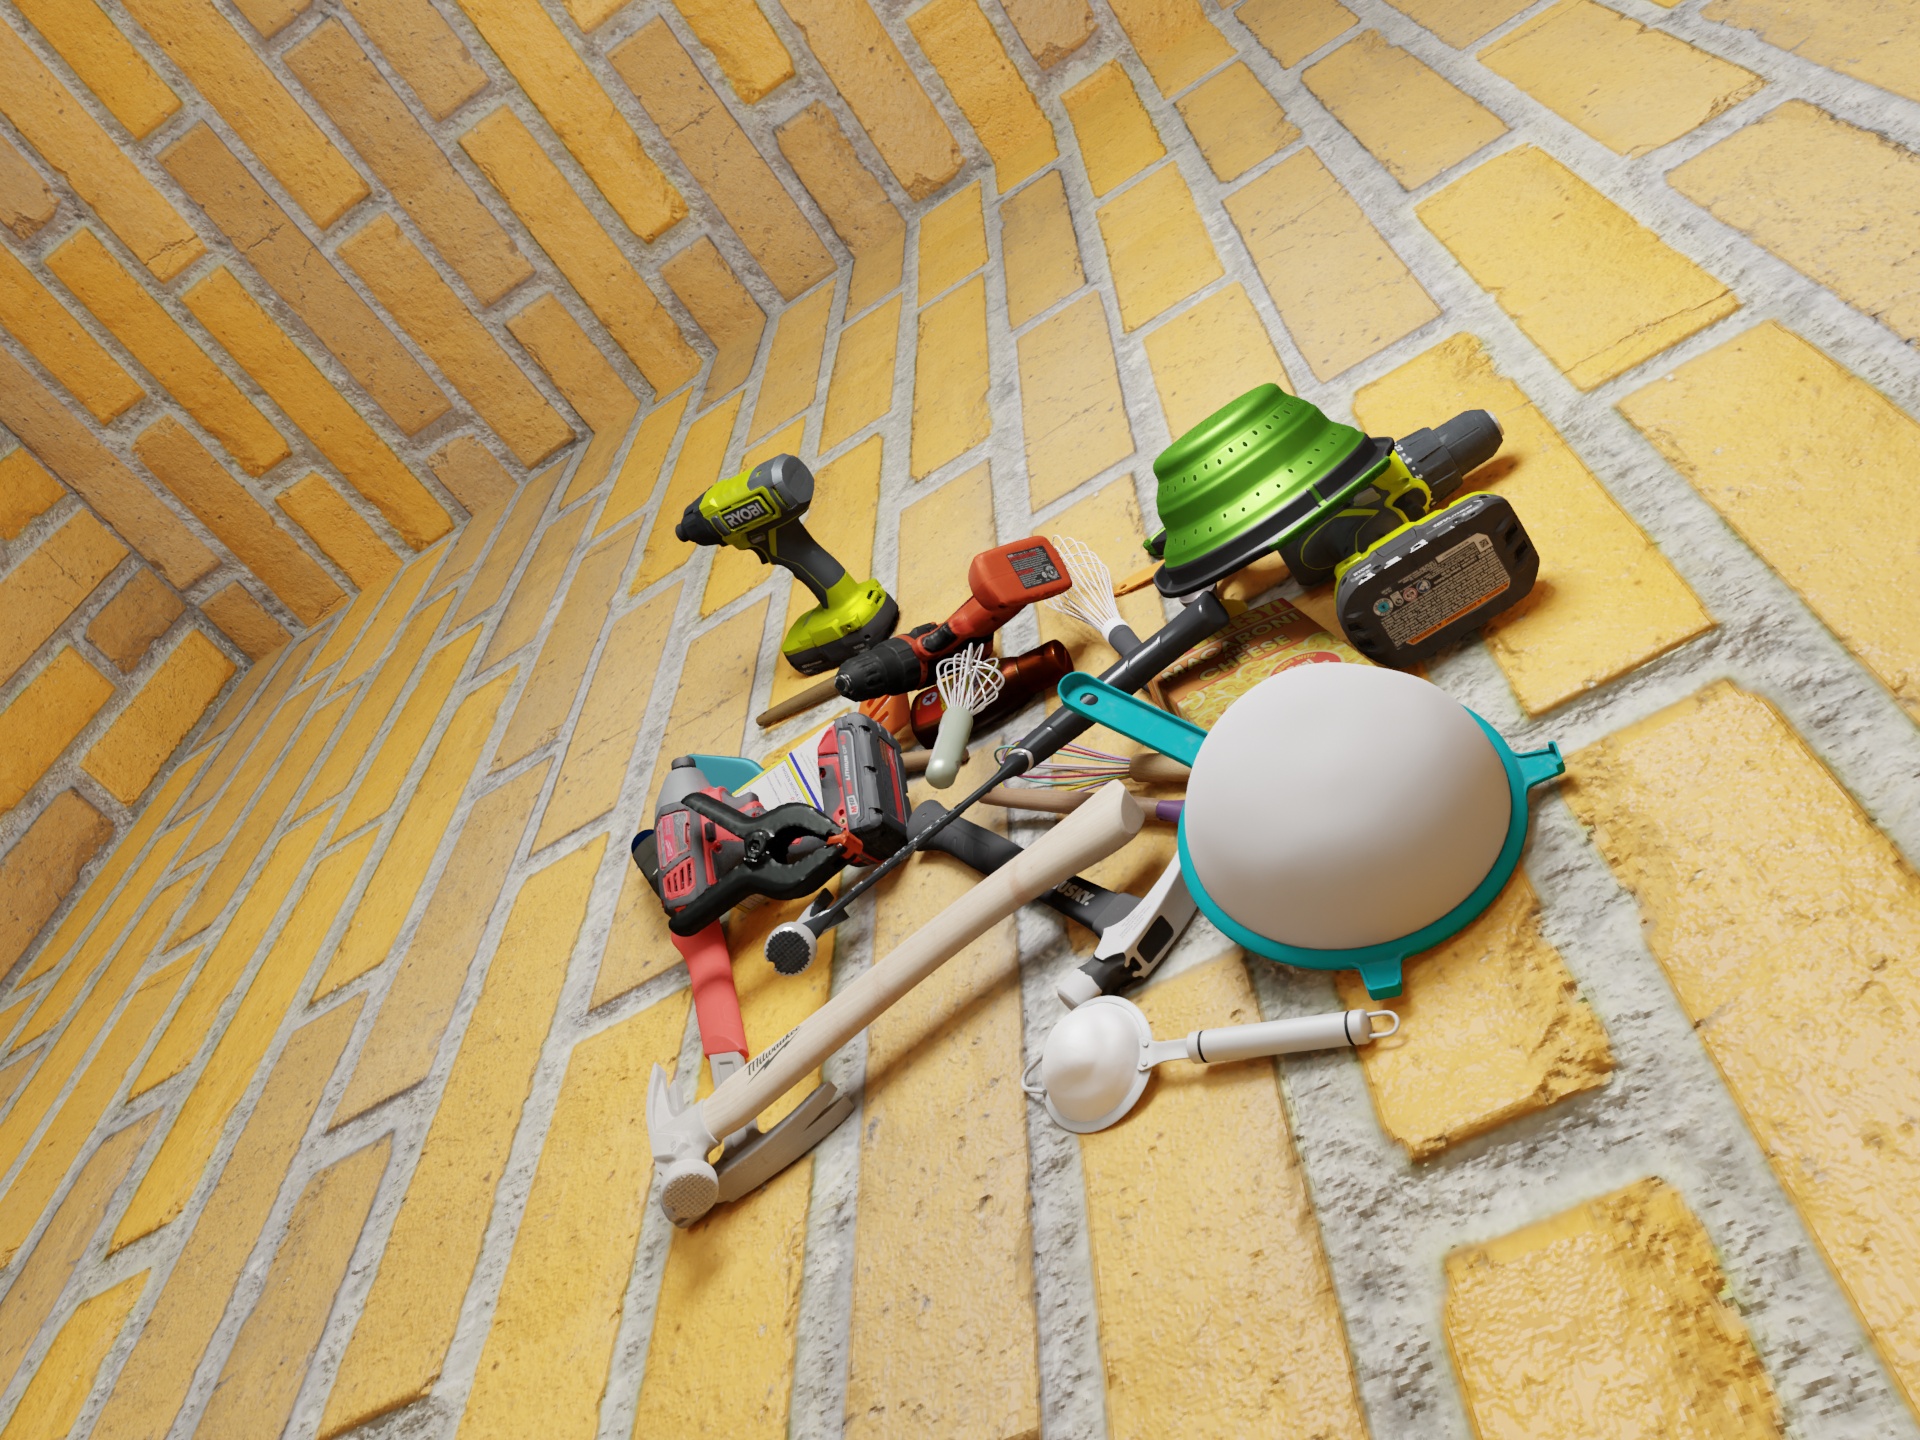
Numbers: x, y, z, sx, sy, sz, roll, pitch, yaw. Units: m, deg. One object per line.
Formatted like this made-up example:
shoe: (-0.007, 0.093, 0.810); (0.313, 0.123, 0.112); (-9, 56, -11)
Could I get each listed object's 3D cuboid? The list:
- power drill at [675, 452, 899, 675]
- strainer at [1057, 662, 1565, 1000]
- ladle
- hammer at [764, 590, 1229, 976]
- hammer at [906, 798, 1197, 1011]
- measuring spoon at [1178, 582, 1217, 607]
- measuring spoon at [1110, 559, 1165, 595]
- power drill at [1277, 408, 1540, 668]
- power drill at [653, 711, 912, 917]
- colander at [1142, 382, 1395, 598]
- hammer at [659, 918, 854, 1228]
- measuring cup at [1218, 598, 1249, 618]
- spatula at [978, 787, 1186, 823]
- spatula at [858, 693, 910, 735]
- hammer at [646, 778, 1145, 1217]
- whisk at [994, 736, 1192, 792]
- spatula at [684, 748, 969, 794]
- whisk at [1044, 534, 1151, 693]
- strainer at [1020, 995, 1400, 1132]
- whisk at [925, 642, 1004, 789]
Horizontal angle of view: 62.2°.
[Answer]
power drill: (-0.183, -0.160, 1.665); (0.171, 0.223, 0.080); (-18, 32, 35)
strainer: (0.177, 0.013, 0.983); (0.341, 0.095, 0.211); (27, 67, 40)
ladle: (-0.088, -0.055, 1.606); (0.315, 0.031, 0.069); (-24, 27, 29)
hammer: (0.030, 0.042, 1.165); (0.409, 0.036, 0.149); (-39, 0, 5)
hammer: (0.052, 0.107, 1.168); (0.146, 0.035, 0.335); (-45, 27, -13)
measuring spoon: (0.232, -0.131, 1.349); (0.124, 0.018, 0.034); (-42, 26, -22)
measuring spoon: (0.182, -0.134, 1.419); (0.117, 0.011, 0.021); (-25, 29, 32)
power drill: (0.334, -0.144, 1.167); (0.190, 0.080, 0.229); (-32, 22, 14)
power drill: (-0.157, 0.075, 1.336); (0.219, 0.078, 0.143); (-18, 65, 16)
colander: (0.197, -0.189, 1.271); (0.204, 0.094, 0.397); (-37, 8, -7)
hammer: (-0.180, 0.236, 1.248); (0.149, 0.036, 0.359); (-36, 27, 3)
measuring cup: (0.165, -0.045, 1.242); (0.156, 0.029, 0.062); (-34, 29, -20)
spatula: (0.127, 0.062, 1.153); (0.316, 0.018, 0.060); (1, 44, 46)
spatula: (-0.171, 0.043, 1.534); (0.322, 0.041, 0.081); (-29, 54, 22)
hammer: (-0.048, 0.173, 1.107); (0.410, 0.038, 0.146); (-38, 26, 1)
whisk: (0.116, 0.032, 1.200); (0.245, 0.051, 0.047); (-2, 38, 45)
spatula: (-0.128, 0.052, 1.456); (0.317, 0.044, 0.082); (-11, 81, 35)
whisk: (0.123, -0.088, 1.371); (0.070, 0.070, 0.285); (-36, 31, 4)
strainer: (0.132, 0.190, 0.932); (0.258, 0.050, 0.087); (-15, 52, 31)
whisk: (-0.002, -0.004, 1.266); (0.059, 0.057, 0.246); (13, 23, 2)
